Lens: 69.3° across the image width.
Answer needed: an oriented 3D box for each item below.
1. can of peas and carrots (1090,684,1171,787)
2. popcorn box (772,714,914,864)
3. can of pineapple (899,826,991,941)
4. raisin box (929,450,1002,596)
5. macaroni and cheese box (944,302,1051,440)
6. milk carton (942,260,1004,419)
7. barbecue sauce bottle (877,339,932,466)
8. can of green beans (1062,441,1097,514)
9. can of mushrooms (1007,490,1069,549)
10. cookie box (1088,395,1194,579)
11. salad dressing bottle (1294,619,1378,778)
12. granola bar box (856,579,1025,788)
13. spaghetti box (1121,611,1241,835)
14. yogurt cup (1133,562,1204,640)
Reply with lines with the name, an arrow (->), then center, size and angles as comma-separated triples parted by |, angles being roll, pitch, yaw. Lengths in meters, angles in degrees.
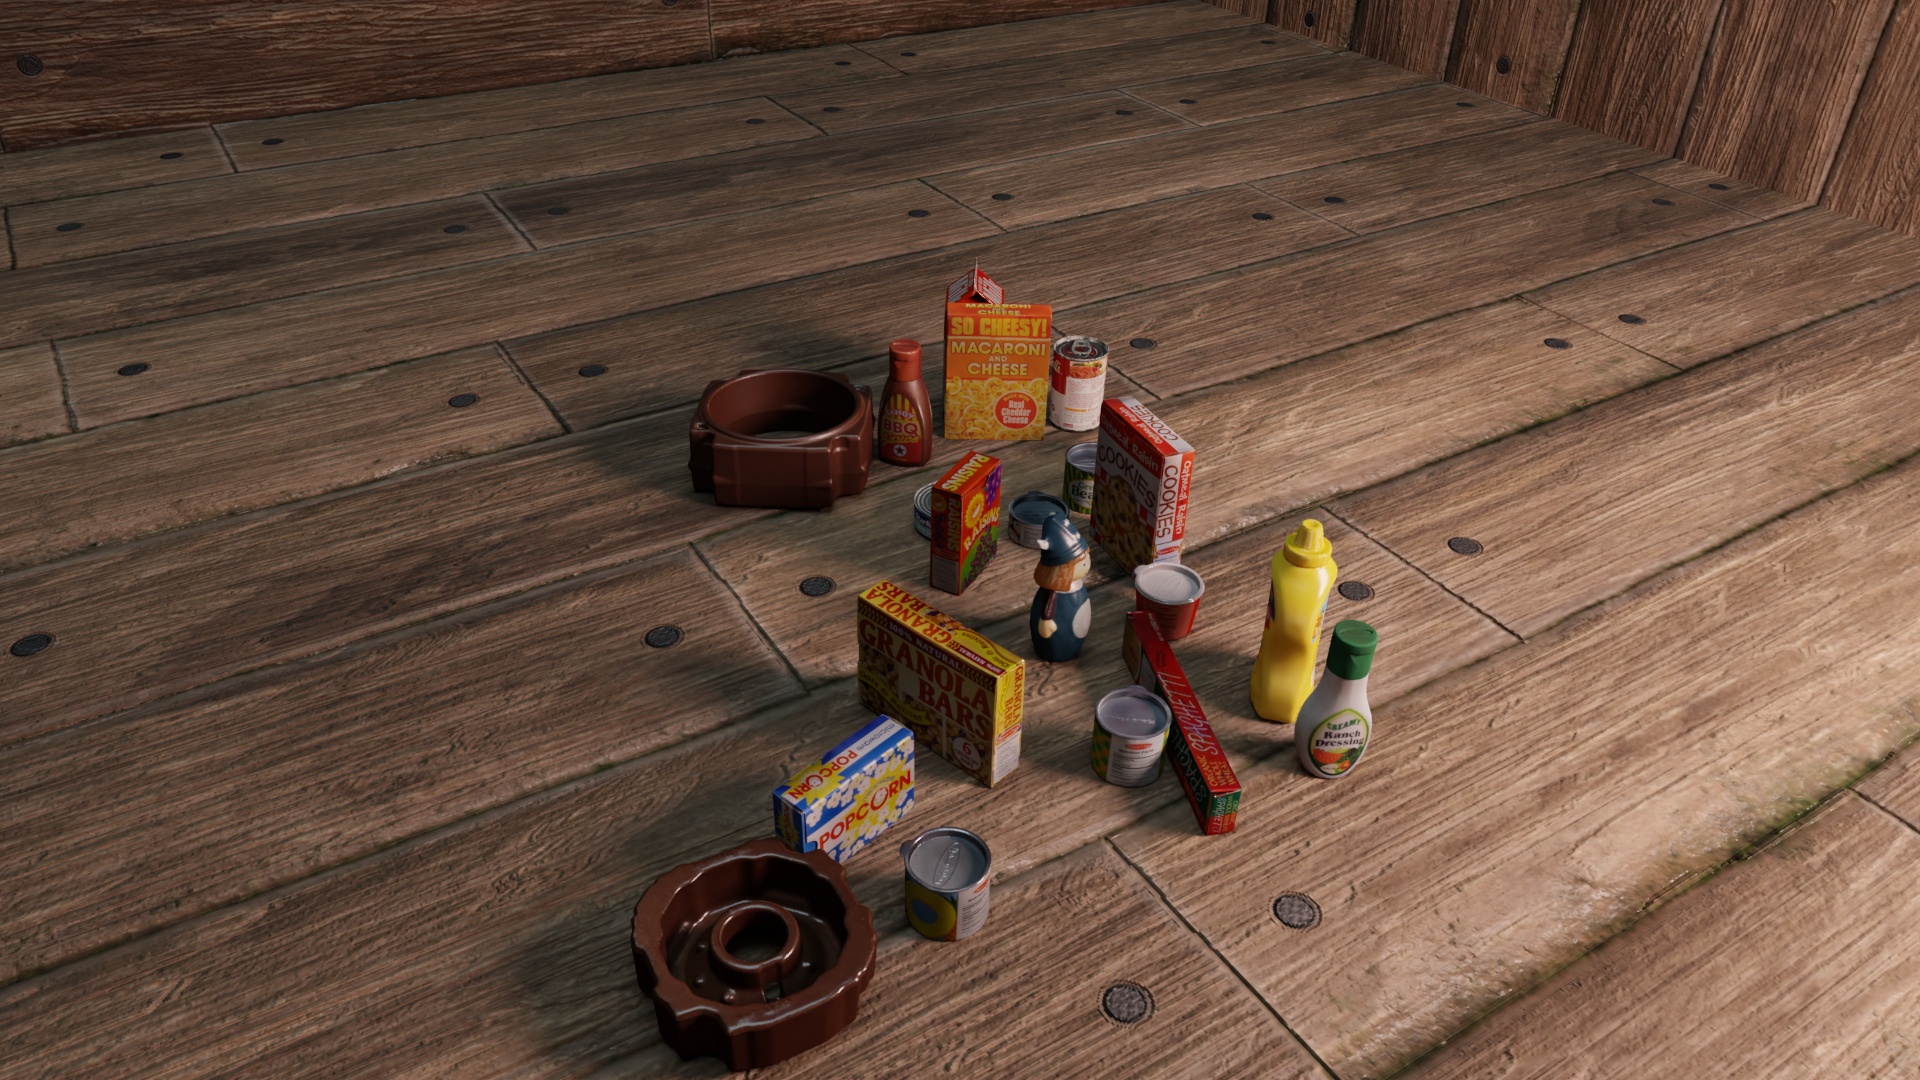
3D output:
can of peas and carrots -> 0.148, 0.170, 1.209 | 0.071, 0.058, 0.071 | 1, 34, -1
popcorn box -> -0.092, 0.208, 1.117 | 0.038, 0.084, 0.127 | 27, 41, 32
can of pineapple -> -0.012, 0.262, 1.065 | 0.071, 0.057, 0.071 | 1, 34, -1
raisin box -> 0.005, -0.018, 1.424 | 0.040, 0.122, 0.086 | 18, 37, 23
macaroni and cheese box -> 0.043, -0.202, 1.661 | 0.124, 0.165, 0.040 | 1, 34, -1
milk carton -> 0.016, -0.246, 1.704 | 0.073, 0.189, 0.073 | 2, 34, 0
barbecue sauce bottle -> -0.064, -0.159, 1.608 | 0.065, 0.147, 0.044 | 10, 35, 13
can of green beans -> 0.149, -0.070, 1.567 | 0.071, 0.057, 0.071 | 1, 34, -1
can of mushrooms -> 0.085, -0.022, 1.515 | 0.071, 0.033, 0.071 | 1, 34, -1
cookie box -> 0.184, -0.048, 1.439 | 0.040, 0.166, 0.123 | -14, 37, -22
salad dressing bottle -> 0.325, 0.136, 1.189 | 0.064, 0.146, 0.044 | -2, 34, -5
granola bar box -> -0.021, 0.124, 1.211 | 0.166, 0.123, 0.039 | 28, 42, 33
spaghetti box -> 0.193, 0.156, 1.239 | 0.029, 0.050, 0.251 | -5, 34, -10
yogurt cup -> 0.205, 0.062, 1.377 | 0.072, 0.053, 0.073 | 1, 34, -1
